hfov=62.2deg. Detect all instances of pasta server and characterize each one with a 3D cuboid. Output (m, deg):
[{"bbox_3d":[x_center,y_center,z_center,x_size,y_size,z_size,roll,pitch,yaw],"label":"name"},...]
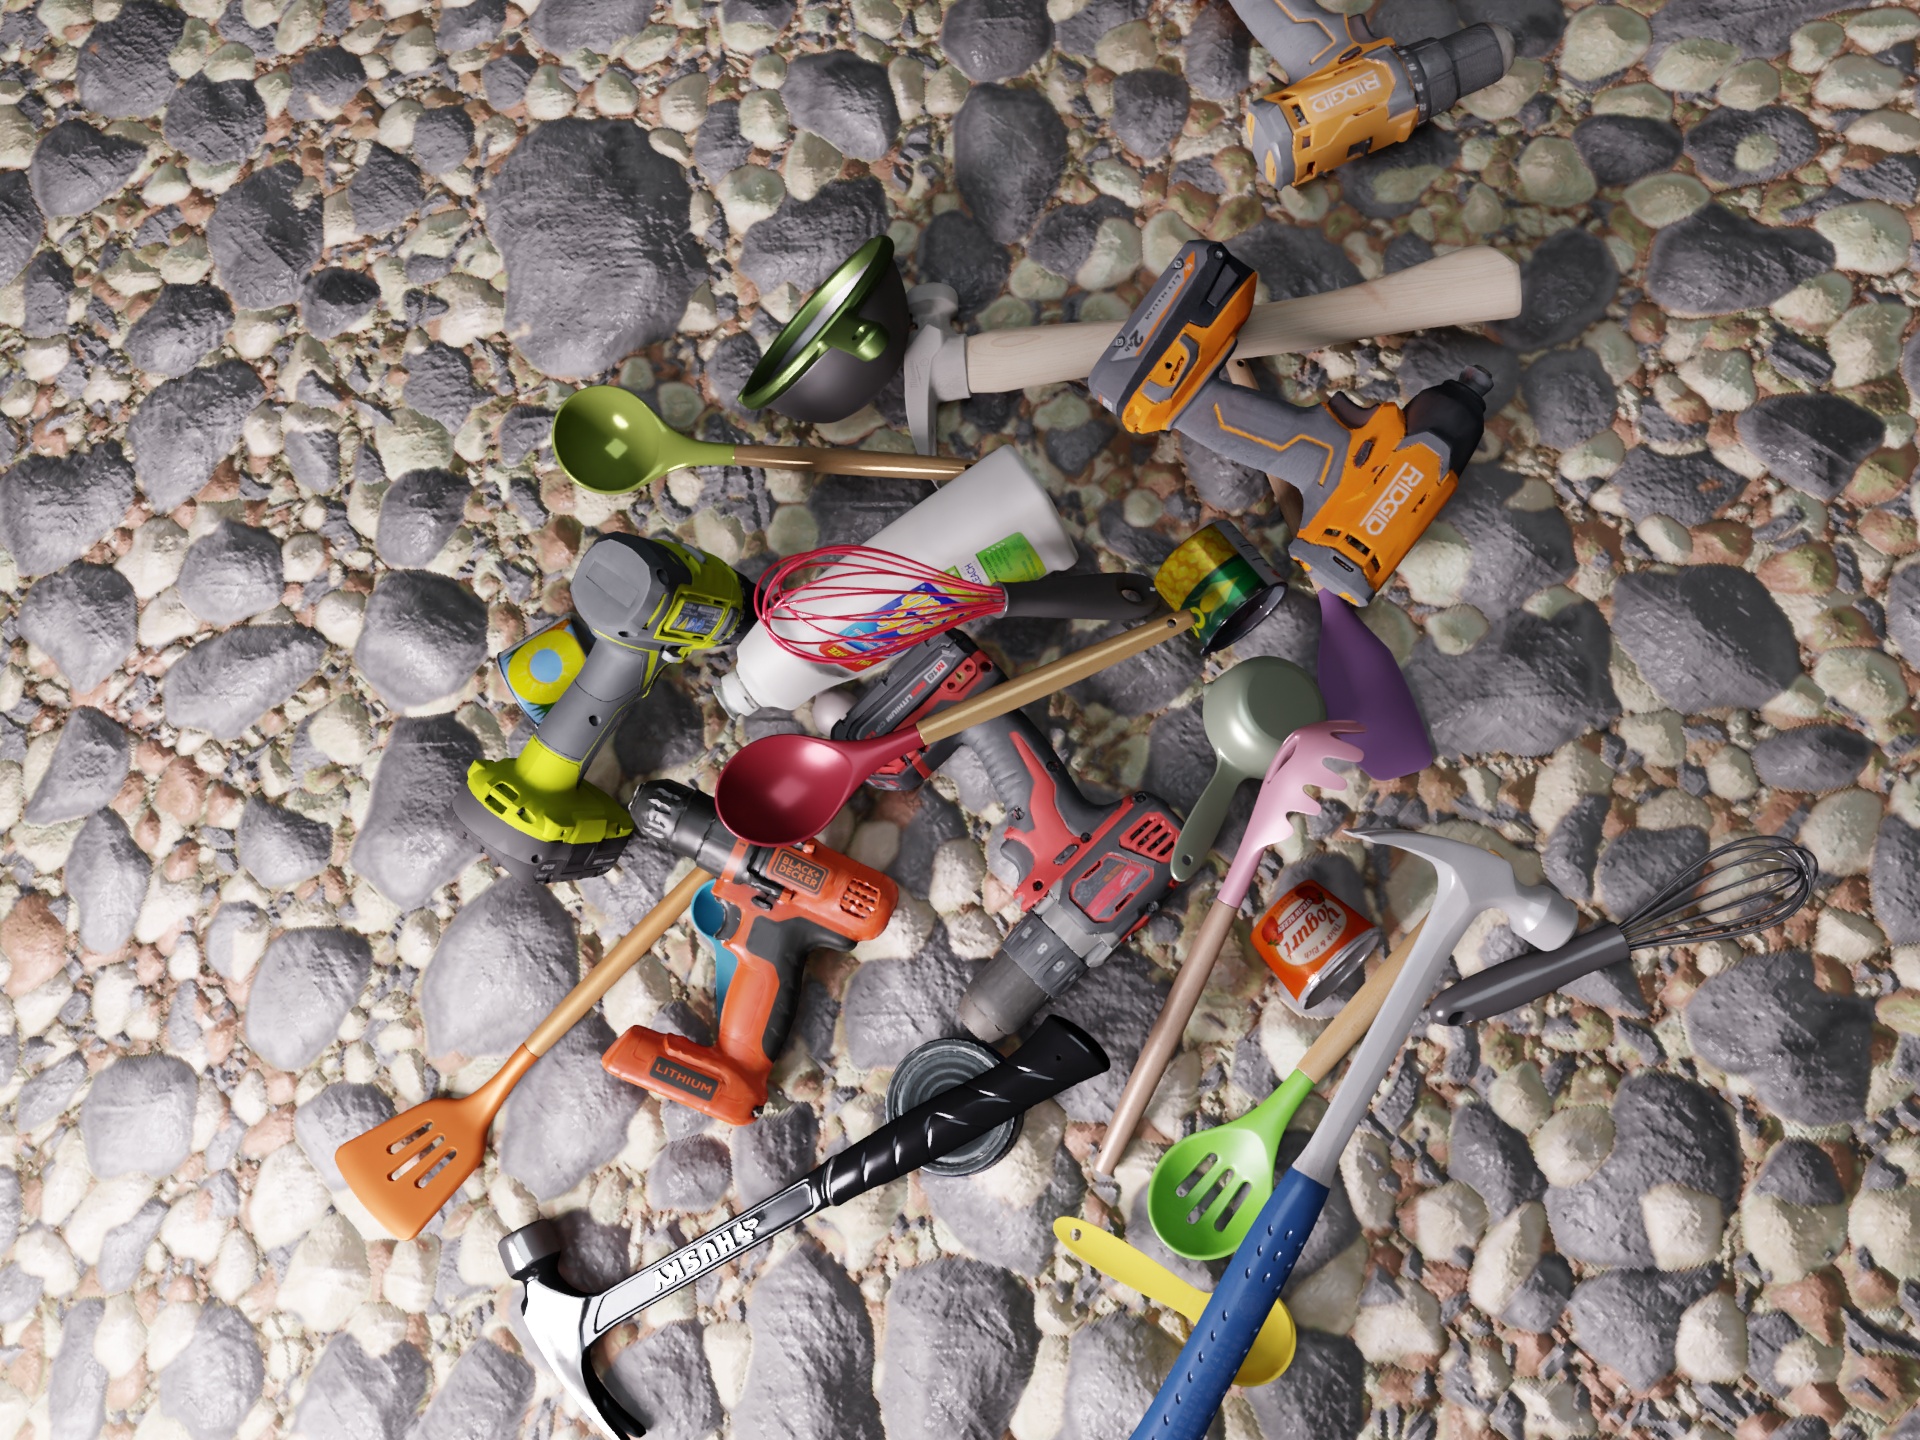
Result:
[{"bbox_3d":[0.158,0.138,0.963,0.040,0.060,0.316,24,97,-5],"label":"pasta server"}]

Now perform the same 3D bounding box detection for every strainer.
[{"bbox_3d":[-0.065,-0.241,1.048,0.069,0.256,0.151,40,93,-22],"label":"strainer"}]

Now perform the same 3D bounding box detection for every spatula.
[{"bbox_3d":[-0.269,0.199,1.051,0.081,0.041,0.322,43,86,17],"label":"spatula"},{"bbox_3d":[0.231,-0.109,1.049,0.060,0.018,0.316,-15,74,-9],"label":"spatula"}]

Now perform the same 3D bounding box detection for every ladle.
[{"bbox_3d":[-0.002,-0.003,0.980,0.315,0.031,0.069,-23,84,0],"label":"ladle"},{"bbox_3d":[-0.134,-0.185,1.097,0.320,0.062,0.078,7,86,17],"label":"ladle"}]

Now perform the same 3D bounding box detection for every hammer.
[{"bbox_3d":[0.200,0.248,0.909,0.144,0.035,0.405,30,87,-11],"label":"hammer"},{"bbox_3d":[0.162,-0.250,1.072,0.410,0.038,0.146,-5,77,14],"label":"hammer"},{"bbox_3d":[-0.091,0.295,0.971,0.409,0.036,0.149,-31,75,10],"label":"hammer"}]

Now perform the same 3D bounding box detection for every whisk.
[{"bbox_3d":[0.007,-0.074,0.989,0.295,0.073,0.073,-5,71,-32],"label":"whisk"},{"bbox_3d":[0.392,0.130,0.948,0.239,0.055,0.055,-25,73,7],"label":"whisk"}]

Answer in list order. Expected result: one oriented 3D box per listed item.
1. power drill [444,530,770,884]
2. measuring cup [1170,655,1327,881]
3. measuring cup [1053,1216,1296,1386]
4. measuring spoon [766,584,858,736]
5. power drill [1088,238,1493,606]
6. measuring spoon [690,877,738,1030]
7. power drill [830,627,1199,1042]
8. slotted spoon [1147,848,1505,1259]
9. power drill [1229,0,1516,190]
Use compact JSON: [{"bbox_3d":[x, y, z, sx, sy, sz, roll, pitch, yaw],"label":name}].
[{"bbox_3d":[-0.218,-0.011,1.036,0.080,0.190,0.228,35,99,16],"label":"power drill"},{"bbox_3d":[0.174,0.029,0.981,0.083,0.038,0.168,35,60,-5],"label":"measuring cup"},{"bbox_3d":[0.127,0.340,0.953,0.156,0.029,0.062,26,82,18],"label":"measuring cup"},{"bbox_3d":[-0.106,-0.044,1.094,0.034,0.018,0.124,-30,72,2],"label":"measuring spoon"},{"bbox_3d":[0.213,-0.201,1.002,0.226,0.084,0.164,38,95,3],"label":"power drill"},{"bbox_3d":[-0.153,0.168,1.053,0.042,0.021,0.129,-6,84,-6],"label":"measuring spoon"},{"bbox_3d":[0.017,0.072,1.015,0.188,0.080,0.227,-45,76,-3],"label":"power drill"},{"bbox_3d":[0.229,0.199,0.970,0.070,0.031,0.314,40,84,23],"label":"slotted spoon"},{"bbox_3d":[0.263,-0.502,1.113,0.185,0.084,0.226,-22,78,4],"label":"power drill"}]
